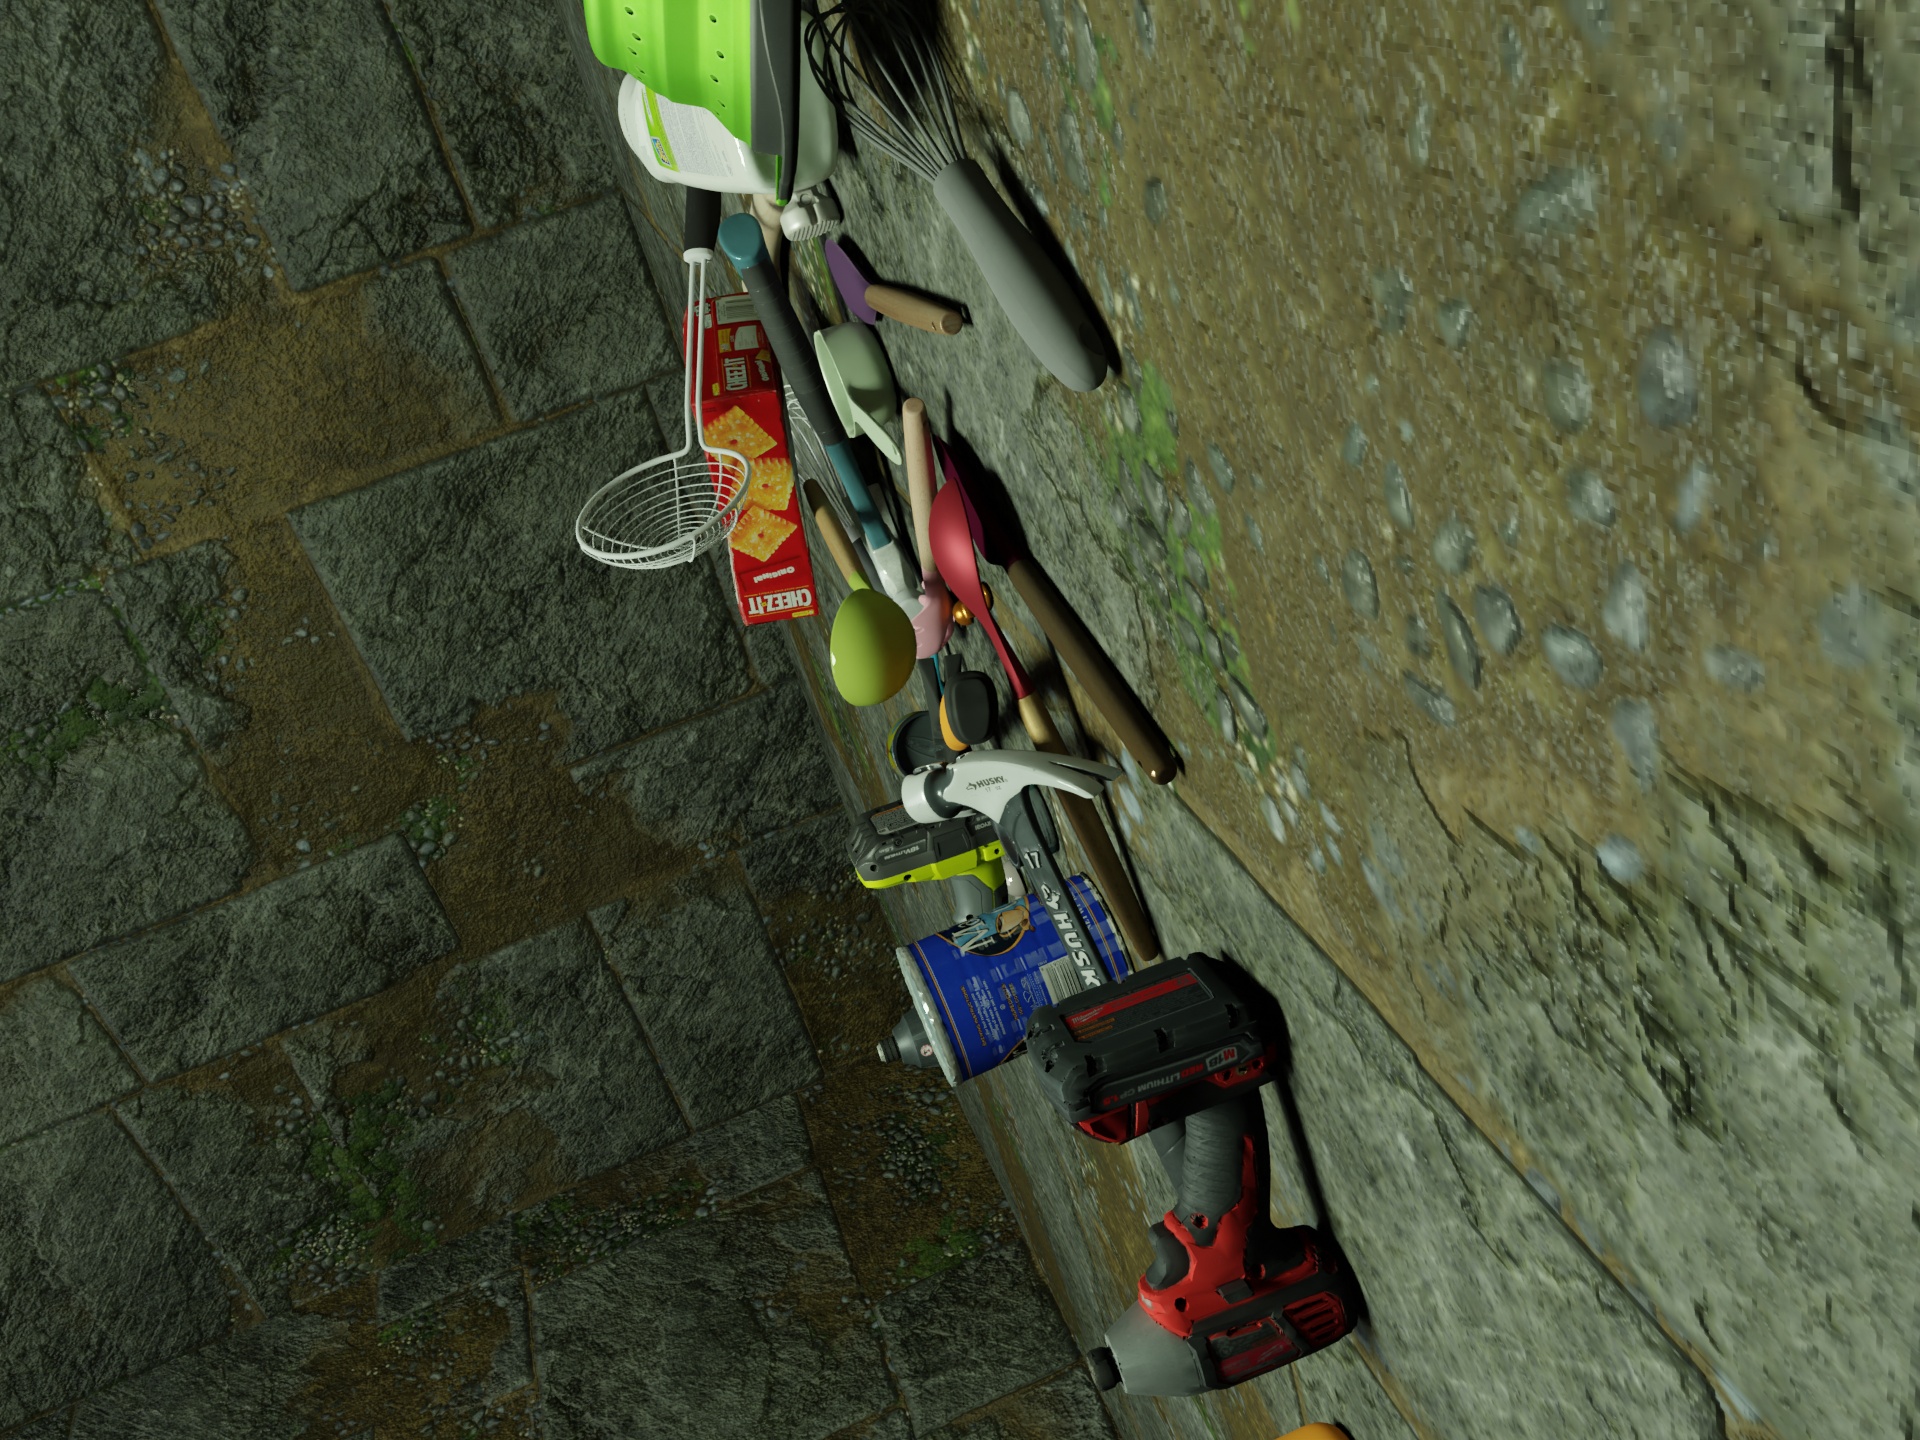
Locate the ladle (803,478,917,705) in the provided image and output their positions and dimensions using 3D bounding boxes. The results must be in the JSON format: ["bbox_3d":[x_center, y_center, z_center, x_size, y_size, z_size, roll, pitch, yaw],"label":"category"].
[{"bbox_3d":[-0.092,-0.110,1.164,0.320,0.062,0.078,-118,10,-56],"label":"ladle"}]

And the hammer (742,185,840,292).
[{"bbox_3d":[-0.150,-0.393,1.216,0.411,0.038,0.146,-169,59,-80],"label":"hammer"}]

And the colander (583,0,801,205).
[{"bbox_3d":[-0.108,-0.382,0.632,0.396,0.094,0.205,105,164,-64],"label":"colander"}]

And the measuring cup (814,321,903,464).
[{"bbox_3d":[-0.054,-0.214,1.063,0.168,0.038,0.083,-125,15,-50],"label":"measuring cup"}]

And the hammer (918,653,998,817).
[{"bbox_3d":[-0.002,-0.003,1.084,0.337,0.034,0.127,113,150,-84],"label":"hammer"}]

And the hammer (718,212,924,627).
[{"bbox_3d":[-0.100,-0.224,1.190,0.128,0.033,0.330,-113,-1,-49],"label":"hammer"}]

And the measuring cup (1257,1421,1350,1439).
[{"bbox_3d":[0.234,0.505,1.016,0.173,0.052,0.095,77,168,-54],"label":"measuring cup"}]

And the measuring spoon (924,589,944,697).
[{"bbox_3d":[-0.012,-0.051,1.296,0.042,0.021,0.128,-119,19,-62],"label":"measuring spoon"}]

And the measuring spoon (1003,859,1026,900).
[{"bbox_3d":[0.047,0.164,1.432,0.124,0.018,0.034,80,165,-58],"label":"measuring spoon"}]

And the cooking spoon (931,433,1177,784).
[{"bbox_3d":[0.043,-0.069,0.877,0.319,0.017,0.068,-120,7,-46],"label":"cooking spoon"}]

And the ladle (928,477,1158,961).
[{"bbox_3d":[0.050,0.007,0.938,0.315,0.031,0.069,64,179,-13],"label":"ladle"}]

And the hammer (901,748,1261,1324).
[{"bbox_3d":[0.107,0.197,0.959,0.149,0.036,0.408,-15,106,46],"label":"hammer"}]

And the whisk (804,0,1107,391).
[{"bbox_3d":[-0.002,-0.229,0.673,0.239,0.055,0.055,60,169,22],"label":"whisk"}]

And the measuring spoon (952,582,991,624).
[{"bbox_3d":[0.007,-0.080,1.098,0.117,0.011,0.021,158,90,-82],"label":"measuring spoon"}]

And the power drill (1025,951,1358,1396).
[{"bbox_3d":[0.112,0.244,0.817,0.079,0.143,0.219,-131,23,-73],"label":"power drill"}]

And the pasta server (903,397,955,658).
[{"bbox_3d":[-0.028,-0.122,1.076,0.316,0.040,0.060,85,-154,-66],"label":"pasta server"}]

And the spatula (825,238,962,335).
[{"bbox_3d":[-0.047,-0.257,0.964,0.059,0.018,0.316,65,174,-24],"label":"spatula"}]

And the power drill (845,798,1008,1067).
[{"bbox_3d":[-0.008,0.175,1.310,0.080,0.171,0.223,-134,27,-69],"label":"power drill"}]

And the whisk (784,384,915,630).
[{"bbox_3d":[-0.106,-0.186,1.405,0.285,0.070,0.070,60,169,23],"label":"whisk"}]

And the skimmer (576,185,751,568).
[{"bbox_3d":[-0.199,-0.278,1.109,0.090,0.127,0.363,21,-112,-66],"label":"skimmer"}]
